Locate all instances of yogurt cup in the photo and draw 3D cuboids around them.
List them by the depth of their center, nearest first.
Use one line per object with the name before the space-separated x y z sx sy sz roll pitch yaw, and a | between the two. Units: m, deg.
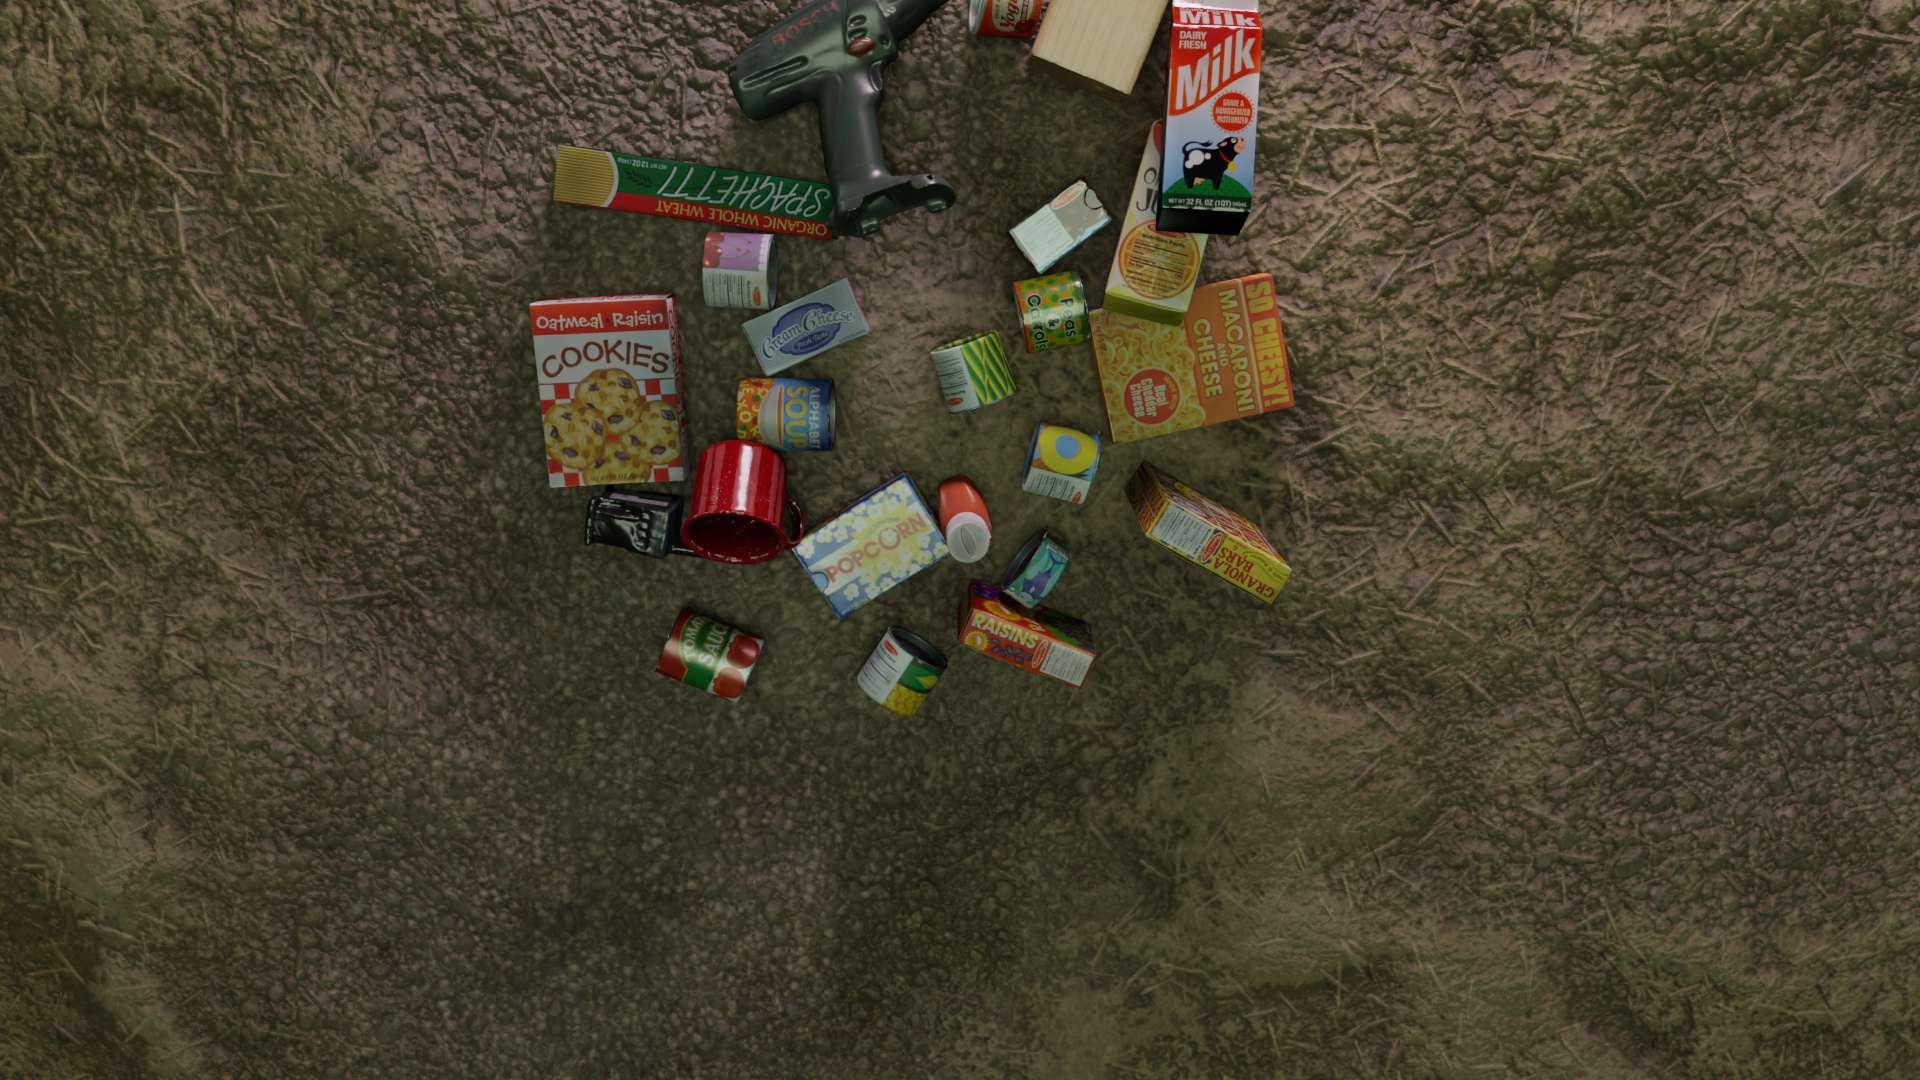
yogurt cup | 0.039 -0.460 1.180 0.054 0.072 0.072 7 103 -11

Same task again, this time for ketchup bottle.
ketchup bottle | 0.004 -0.015 1.234 0.043 0.149 0.064 -20 103 2

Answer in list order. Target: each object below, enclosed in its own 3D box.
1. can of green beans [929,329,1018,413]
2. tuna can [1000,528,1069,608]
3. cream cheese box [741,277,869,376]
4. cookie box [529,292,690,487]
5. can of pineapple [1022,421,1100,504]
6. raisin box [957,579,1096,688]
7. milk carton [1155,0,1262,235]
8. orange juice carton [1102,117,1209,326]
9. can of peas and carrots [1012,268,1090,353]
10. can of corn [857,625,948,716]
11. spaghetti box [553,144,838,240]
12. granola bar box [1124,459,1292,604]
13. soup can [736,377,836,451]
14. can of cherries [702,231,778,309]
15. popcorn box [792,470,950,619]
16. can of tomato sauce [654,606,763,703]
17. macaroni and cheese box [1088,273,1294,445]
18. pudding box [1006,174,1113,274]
can of green beans | 0.012 -0.152 1.246 0.071 0.071 0.057 -19 102 3
tuna can | 0.071 0.026 1.287 0.033 0.071 0.071 36 100 -10
cream cheese box | -0.139 -0.193 1.255 0.104 0.024 0.053 -23 102 4
cookie box | -0.315 -0.136 1.257 0.123 0.040 0.167 -3 104 -1
can of pineapple | 0.092 -0.072 1.267 0.058 0.071 0.070 13 102 -4
raisin box | 0.060 0.086 1.290 0.123 0.086 0.040 22 107 -6
milk carton | 0.201 -0.350 1.124 0.072 0.073 0.190 5 87 4
orange juice carton | 0.182 -0.289 1.196 0.073 0.072 0.192 15 89 4
can of peas and carrots | 0.081 -0.203 1.234 0.059 0.071 0.070 -12 103 2
can of corn | -0.053 0.124 1.308 0.071 0.071 0.058 32 101 -8
spaghetti box | -0.230 -0.307 1.226 0.250 0.029 0.050 8 102 -3
granola bar box | 0.215 -0.010 1.231 0.124 0.166 0.039 29 103 -7
soup can | -0.156 -0.113 1.249 0.084 0.071 0.071 1 103 -1
can of cherries | -0.194 -0.239 1.225 0.058 0.071 0.071 2 103 -1
popcorn box | -0.081 0.003 1.294 0.126 0.038 0.085 -31 102 6
can of tomato sauce | -0.234 0.106 1.298 0.083 0.071 0.071 23 101 -7
macaroni and cheese box | 0.207 -0.165 1.261 0.166 0.040 0.123 -12 102 2
pudding box | 0.088 -0.280 1.238 0.083 0.030 0.049 -36 100 7
